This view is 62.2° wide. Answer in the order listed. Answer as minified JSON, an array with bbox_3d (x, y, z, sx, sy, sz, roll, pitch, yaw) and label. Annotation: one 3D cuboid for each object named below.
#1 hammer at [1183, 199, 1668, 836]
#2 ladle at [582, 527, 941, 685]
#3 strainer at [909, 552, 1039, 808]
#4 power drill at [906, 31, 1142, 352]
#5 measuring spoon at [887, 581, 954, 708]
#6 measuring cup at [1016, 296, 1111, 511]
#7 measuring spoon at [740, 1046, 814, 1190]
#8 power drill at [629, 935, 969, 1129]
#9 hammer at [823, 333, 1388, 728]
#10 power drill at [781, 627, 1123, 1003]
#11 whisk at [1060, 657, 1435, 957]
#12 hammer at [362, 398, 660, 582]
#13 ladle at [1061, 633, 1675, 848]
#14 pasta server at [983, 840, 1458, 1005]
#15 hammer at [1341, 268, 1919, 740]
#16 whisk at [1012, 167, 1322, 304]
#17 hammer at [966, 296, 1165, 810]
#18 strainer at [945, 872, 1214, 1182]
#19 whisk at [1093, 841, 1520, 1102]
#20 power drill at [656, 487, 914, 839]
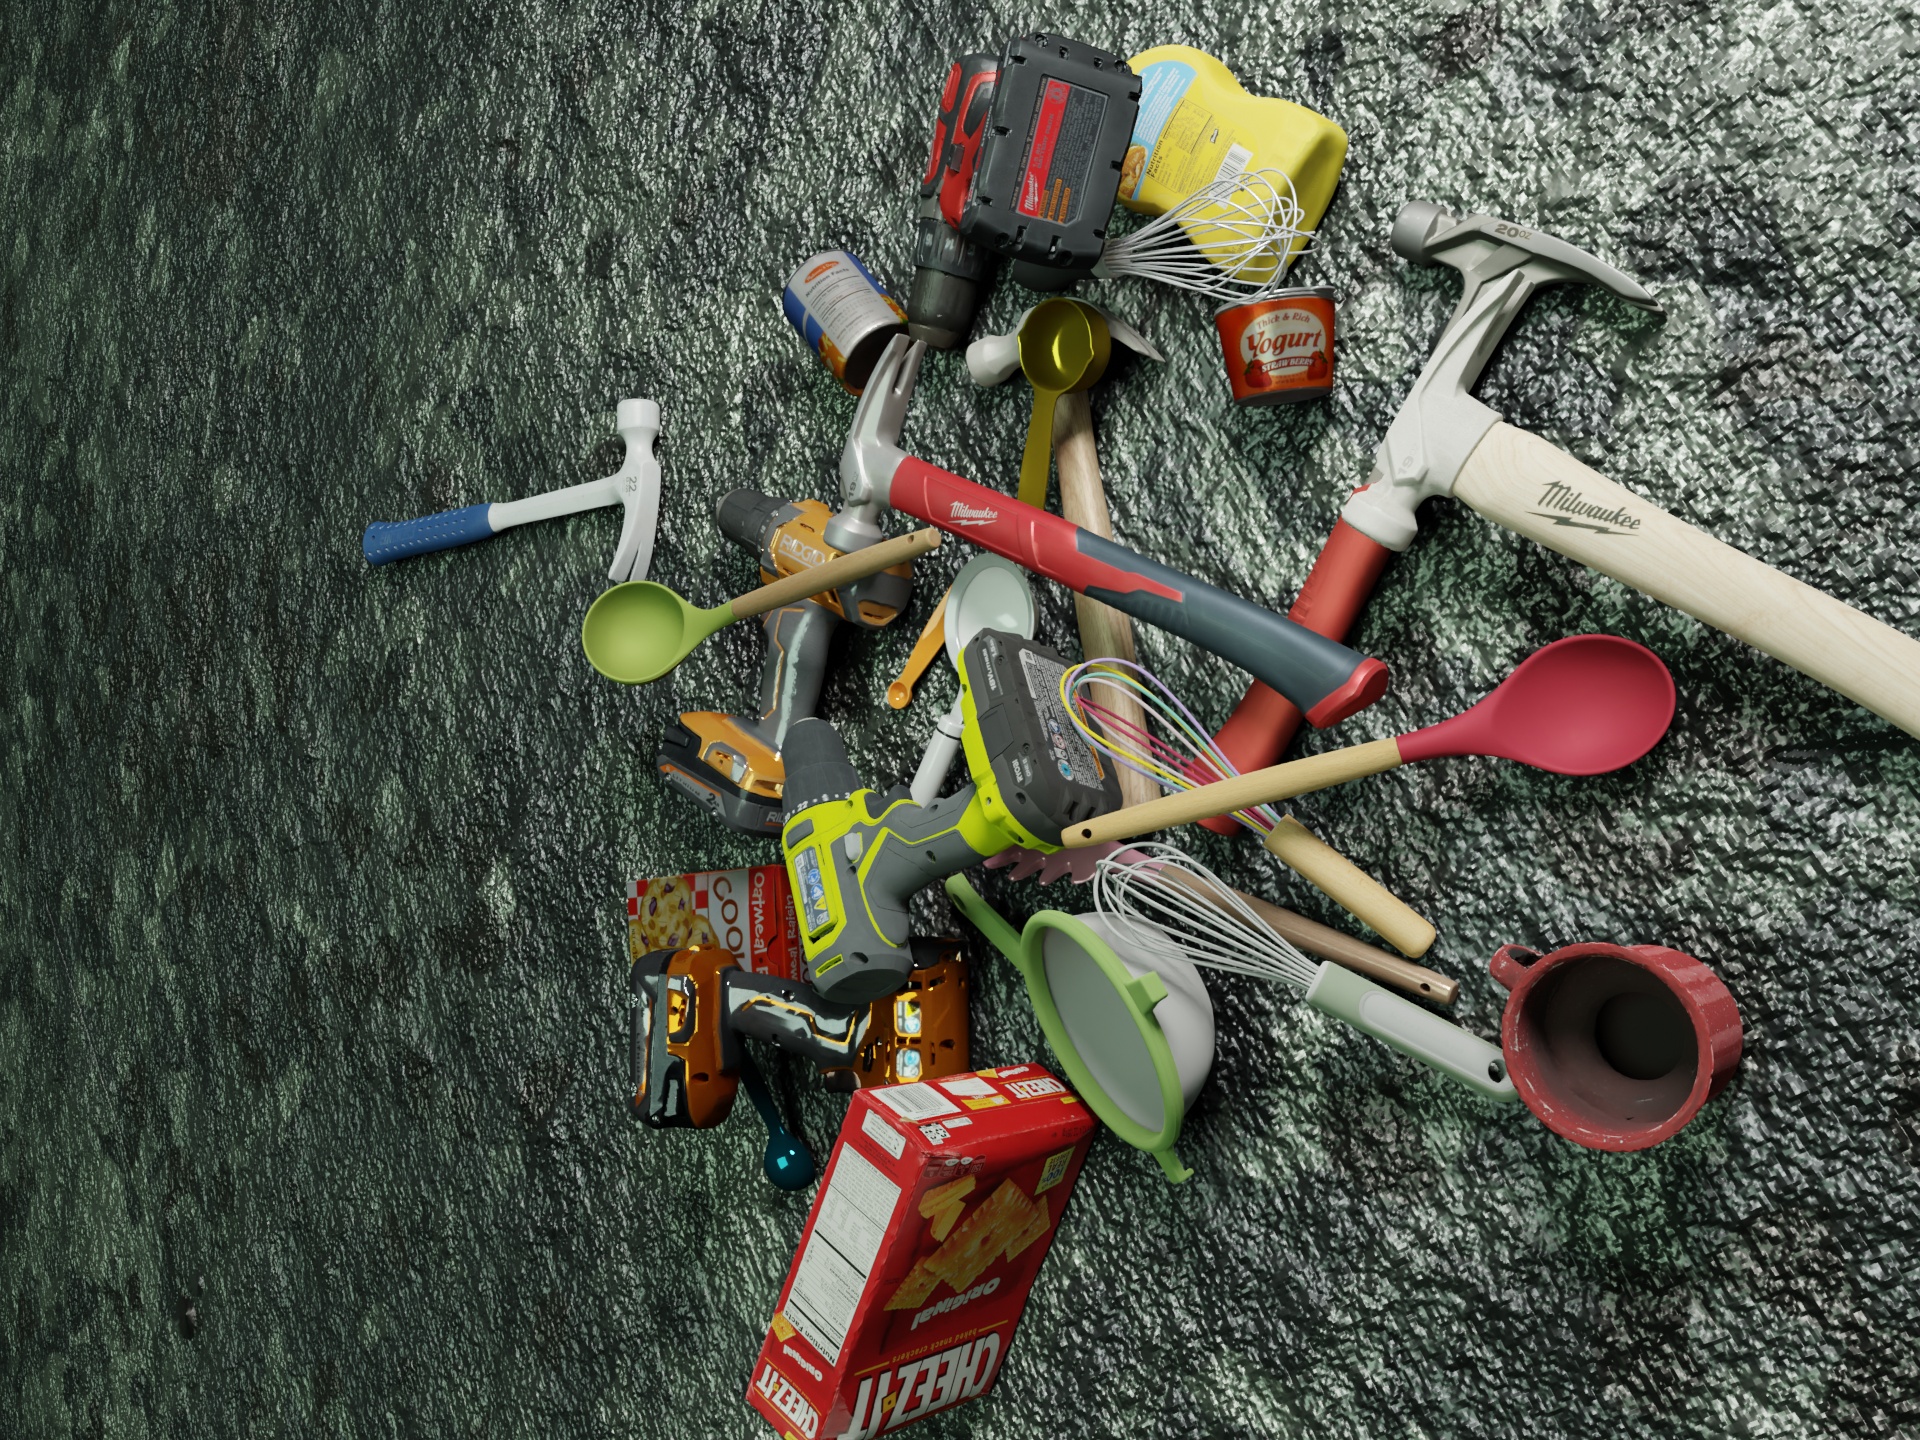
[{"bbox_3d":[0.225,-0.092,0.862,0.149,0.036,0.359,36,110,35],"label":"hammer"},{"bbox_3d":[-0.139,-0.083,1.048,0.320,0.062,0.078,-14,65,42],"label":"ladle"},{"bbox_3d":[-0.002,-0.003,1.035,0.087,0.050,0.258,38,111,44],"label":"strainer"},{"bbox_3d":[0.021,-0.316,0.971,0.227,0.080,0.188,-132,55,-69],"label":"power drill"},{"bbox_3d":[-0.015,-0.056,1.079,0.021,0.011,0.117,44,111,32],"label":"measuring spoon"},{"bbox_3d":[0.058,-0.180,0.978,0.062,0.029,0.156,26,116,39],"label":"measuring cup"},{"bbox_3d":[-0.145,0.279,1.131,0.042,0.021,0.128,-25,91,41],"label":"measuring spoon"},{"bbox_3d":[-0.103,0.226,1.056,0.226,0.084,0.164,-2,85,18],"label":"power drill"},{"bbox_3d":[0.077,-0.106,0.923,0.387,0.038,0.143,28,107,34],"label":"hammer"},{"bbox_3d":[-0.024,0.043,0.974,0.228,0.080,0.191,-36,54,31],"label":"power drill"},{"bbox_3d":[0.152,0.049,0.869,0.245,0.047,0.051,38,112,13],"label":"whisk"},{"bbox_3d":[-0.400,-0.173,1.389,0.405,0.035,0.144,-4,84,40],"label":"hammer"},{"bbox_3d":[0.201,0.024,0.821,0.315,0.031,0.069,-16,81,17],"label":"ladle"},{"bbox_3d":[0.136,0.102,0.924,0.316,0.040,0.060,20,112,38],"label":"pasta server"},{"bbox_3d":[0.374,-0.053,0.711,0.411,0.038,0.146,38,110,28],"label":"hammer"},{"bbox_3d":[0.105,-0.269,0.919,0.285,0.070,0.070,22,102,61],"label":"whisk"},{"bbox_3d":[0.084,-0.104,0.984,0.130,0.031,0.331,-17,77,38],"label":"hammer"},{"bbox_3d":[0.077,0.147,0.960,0.257,0.069,0.151,38,146,53],"label":"strainer"},{"bbox_3d":[0.180,0.133,0.833,0.246,0.059,0.058,27,77,13],"label":"whisk"},{"bbox_3d":[-0.140,-0.050,1.140,0.185,0.084,0.226,30,103,39],"label":"power drill"}]
